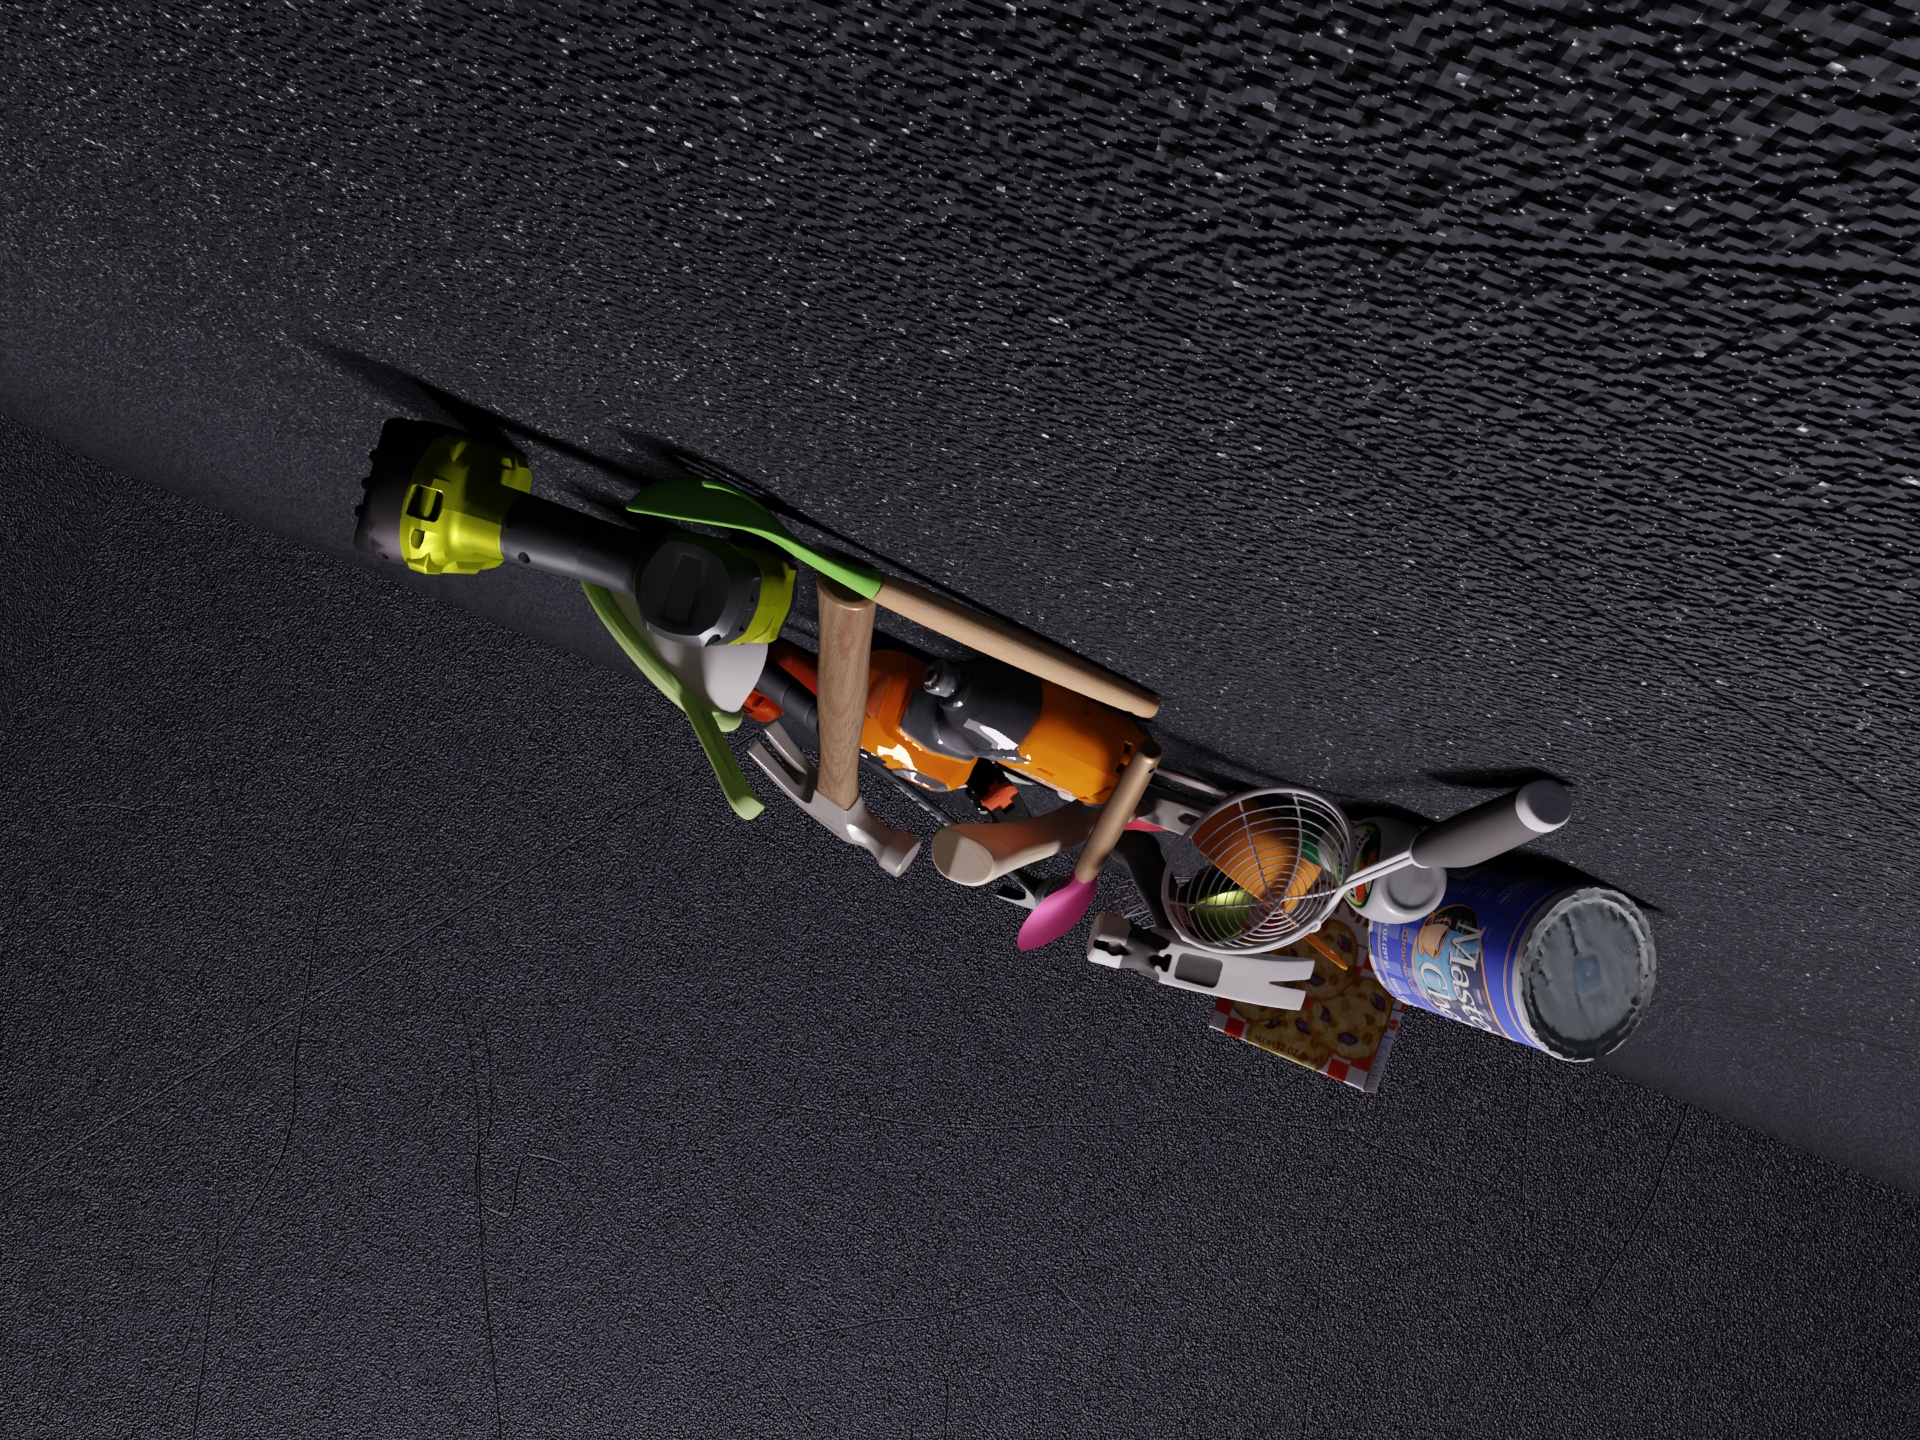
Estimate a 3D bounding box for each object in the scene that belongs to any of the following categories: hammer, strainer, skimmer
[{"bbox_3d":[0.153,0.132,1.156,0.146,0.035,0.335,15,-172,-2],"label":"hammer"},{"bbox_3d":[-0.152,-0.039,0.989,0.151,0.069,0.257,45,-172,-44],"label":"strainer"},{"bbox_3d":[0.087,0.079,1.155,0.146,0.038,0.410,19,-170,19],"label":"hammer"},{"bbox_3d":[0.206,0.062,0.866,0.090,0.127,0.363,39,164,2],"label":"skimmer"},{"bbox_3d":[-0.078,0.024,1.263,0.409,0.036,0.149,39,170,-5],"label":"hammer"},{"bbox_3d":[-0.077,-0.003,0.995,0.130,0.031,0.331,33,155,11],"label":"hammer"}]

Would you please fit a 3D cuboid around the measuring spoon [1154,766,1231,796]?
[{"bbox_3d":[0.150,0.045,1.214,0.124,0.018,0.034,17,172,37],"label":"measuring spoon"}]

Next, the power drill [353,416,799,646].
[{"bbox_3d":[-0.206,-0.097,0.899,0.223,0.080,0.171,18,-173,7],"label":"power drill"}]

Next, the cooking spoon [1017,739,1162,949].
[{"bbox_3d":[0.086,0.089,1.028,0.017,0.069,0.318,54,158,19],"label":"cooking spoon"}]

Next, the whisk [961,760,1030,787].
[{"bbox_3d":[0.046,0.045,1.481,0.057,0.059,0.246,11,178,-38],"label":"whisk"}]

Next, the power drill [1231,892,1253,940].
[{"bbox_3d":[0.340,0.169,1.289,0.220,0.078,0.143,14,-177,31],"label":"power drill"}]

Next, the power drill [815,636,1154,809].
[{"bbox_3d":[-0.002,-0.003,1.043,0.164,0.084,0.227,26,169,-33],"label":"power drill"}]

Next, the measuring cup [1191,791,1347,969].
[{"bbox_3d":[0.229,0.107,1.095,0.095,0.052,0.174,31,-171,-31],"label":"measuring cup"}]

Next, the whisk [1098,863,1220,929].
[{"bbox_3d":[0.201,0.141,1.350,0.239,0.055,0.055,-14,-158,-43],"label":"whisk"}]

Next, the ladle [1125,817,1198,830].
[{"bbox_3d":[0.223,0.093,1.347,0.069,0.031,0.315,10,178,-25],"label":"ladle"}]

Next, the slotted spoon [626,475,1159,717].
[{"bbox_3d":[-0.023,-0.061,0.828,0.313,0.031,0.070,22,-179,-25],"label":"slotted spoon"}]

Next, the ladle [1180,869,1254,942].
[{"bbox_3d":[0.305,0.154,1.194,0.320,0.062,0.078,2,157,37],"label":"ladle"}]
